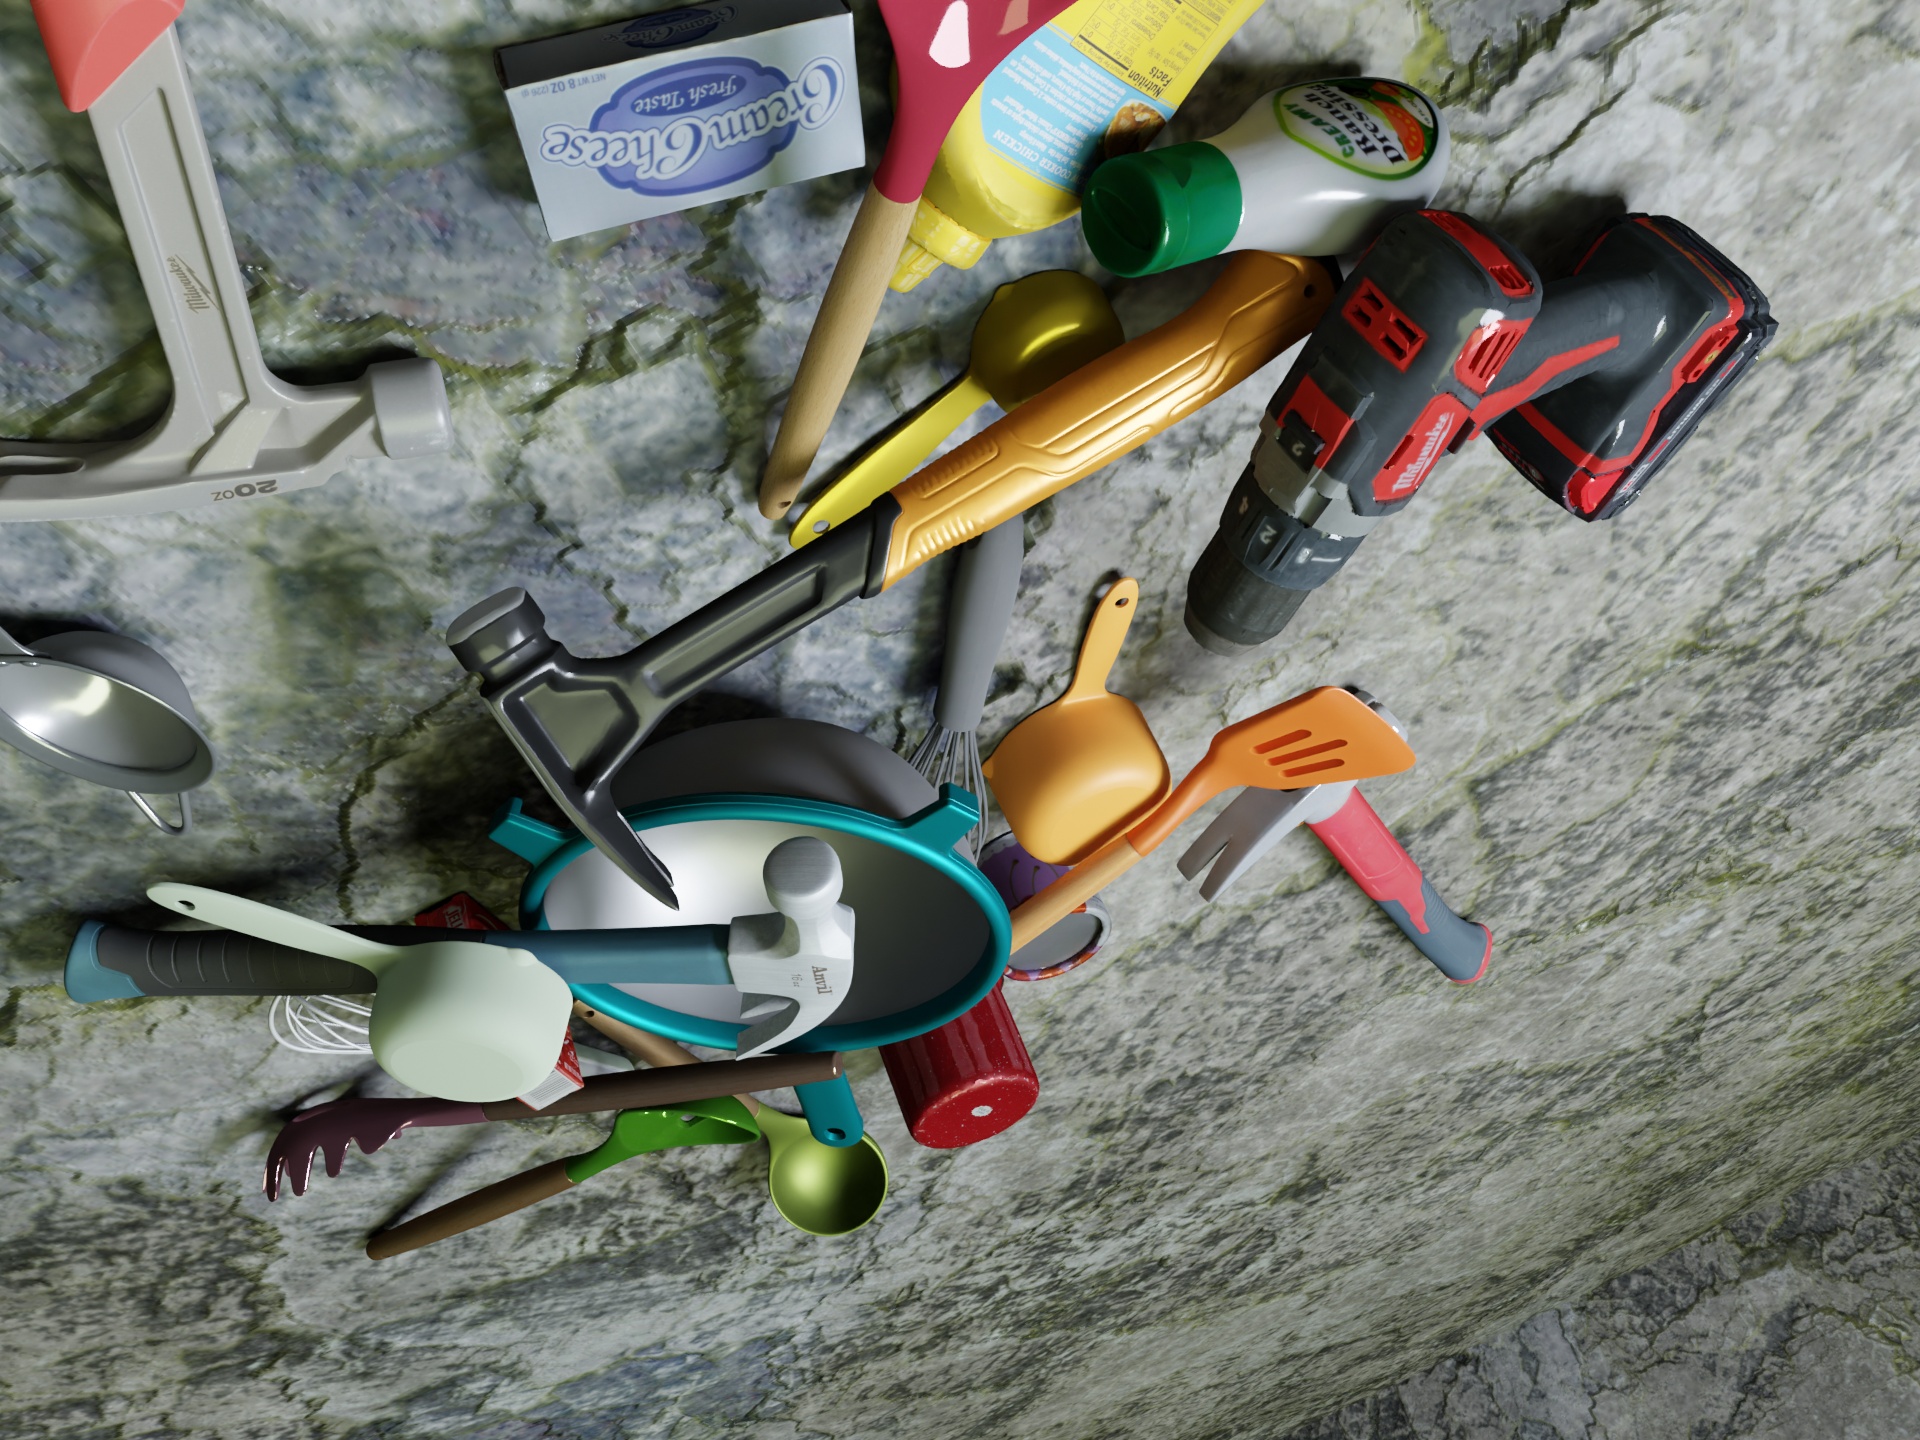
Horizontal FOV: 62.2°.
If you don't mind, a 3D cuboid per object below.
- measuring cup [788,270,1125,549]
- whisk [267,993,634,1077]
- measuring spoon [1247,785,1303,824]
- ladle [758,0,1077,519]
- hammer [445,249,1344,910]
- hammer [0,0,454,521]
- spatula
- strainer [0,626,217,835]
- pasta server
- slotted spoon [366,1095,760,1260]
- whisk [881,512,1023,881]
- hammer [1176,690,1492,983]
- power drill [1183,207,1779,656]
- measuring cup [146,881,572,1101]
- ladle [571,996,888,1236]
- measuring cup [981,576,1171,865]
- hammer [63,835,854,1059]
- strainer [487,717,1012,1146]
[{"bbox_3d":[-0.003,-0.108,0.610,0.156,0.029,0.062,-38,141,13],"label":"measuring cup"},{"bbox_3d":[-0.243,0.159,0.794,0.058,0.059,0.246,-57,145,-4],"label":"whisk"},{"bbox_3d":[0.172,0.032,0.901,0.021,0.011,0.116,-44,137,8],"label":"measuring spoon"},{"bbox_3d":[-0.025,-0.144,0.484,0.069,0.031,0.315,-9,160,-23],"label":"ladle"},{"bbox_3d":[-0.005,-0.068,0.570,0.337,0.034,0.127,-32,112,-3],"label":"hammer"},{"bbox_3d":[-0.220,-0.195,0.379,0.149,0.037,0.358,-11,142,-17],"label":"hammer"},{"bbox_3d":[0.070,0.081,0.789,0.322,0.041,0.081,-38,130,20],"label":"spatula"},{"bbox_3d":[-0.310,-0.036,0.493,0.087,0.050,0.258,1,154,11],"label":"strainer"},{"bbox_3d":[-0.206,0.195,0.785,0.316,0.040,0.060,-10,-177,14],"label":"pasta server"},{"bbox_3d":[-0.230,0.253,0.875,0.314,0.031,0.070,-28,139,29],"label":"slotted spoon"},{"bbox_3d":[-0.002,-0.002,0.730,0.055,0.055,0.238,-8,136,-21],"label":"whisk"},{"bbox_3d":[0.263,0.112,1.009,0.143,0.038,0.385,-43,142,5],"label":"hammer"},{"bbox_3d":[0.196,-0.112,0.628,0.226,0.080,0.187,-16,149,-38],"label":"power drill"},{"bbox_3d":[-0.229,0.105,0.607,0.167,0.038,0.083,27,134,-31],"label":"measuring cup"},{"bbox_3d":[-0.134,0.230,0.933,0.078,0.062,0.319,-32,140,5],"label":"ladle"},{"bbox_3d":[0.069,0.007,0.774,0.095,0.052,0.173,-10,143,-19],"label":"measuring cup"},{"bbox_3d":[-0.207,0.097,0.655,0.331,0.033,0.128,-1,141,3],"label":"hammer"},{"bbox_3d":[-0.078,0.100,0.761,0.211,0.095,0.340,-2,144,4],"label":"strainer"}]
